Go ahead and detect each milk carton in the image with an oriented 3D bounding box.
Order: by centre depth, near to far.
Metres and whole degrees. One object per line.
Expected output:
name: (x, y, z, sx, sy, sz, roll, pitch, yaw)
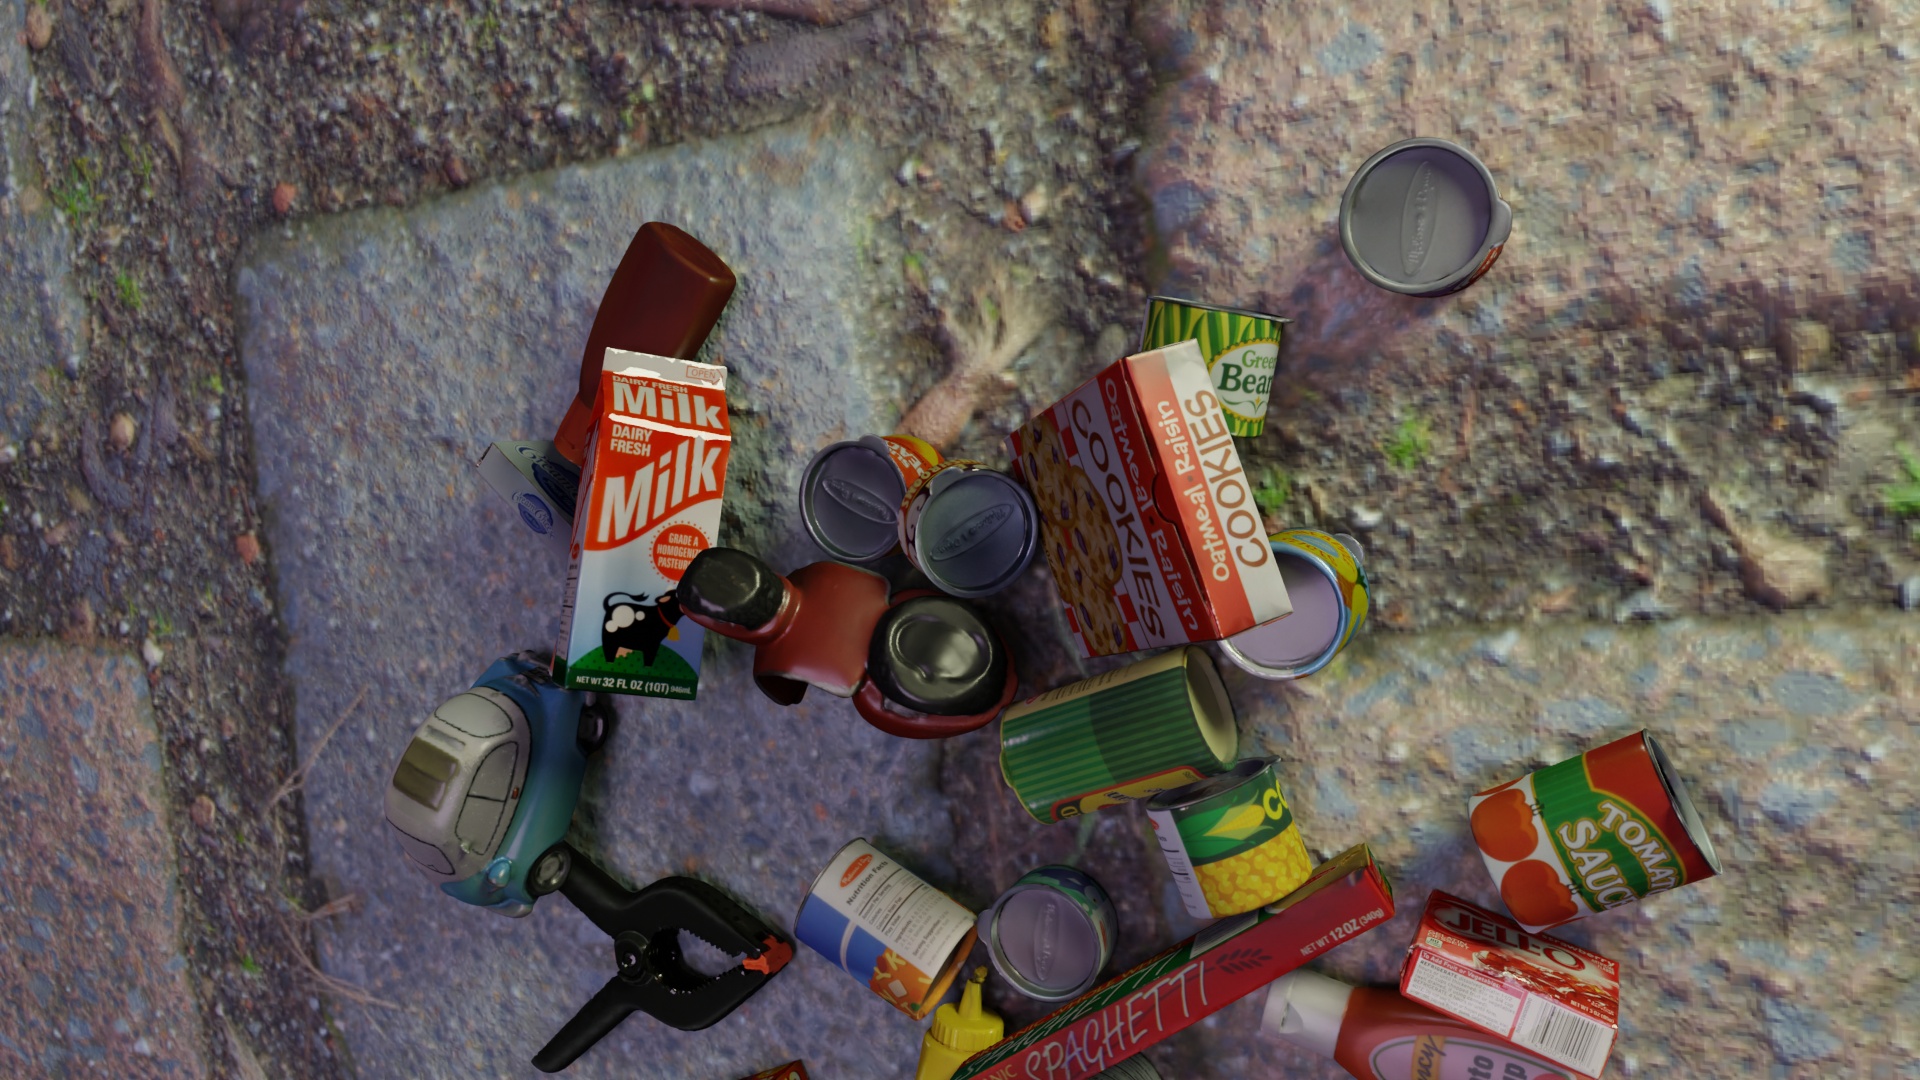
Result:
milk carton: (-0.177, -0.010, 0.778, 0.073, 0.072, 0.190, 173, 104, -68)

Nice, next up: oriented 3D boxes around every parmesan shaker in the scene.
parmesan shaker: (0.080, 0.099, 0.700, 0.103, 0.071, 0.071, -22, 87, 26)

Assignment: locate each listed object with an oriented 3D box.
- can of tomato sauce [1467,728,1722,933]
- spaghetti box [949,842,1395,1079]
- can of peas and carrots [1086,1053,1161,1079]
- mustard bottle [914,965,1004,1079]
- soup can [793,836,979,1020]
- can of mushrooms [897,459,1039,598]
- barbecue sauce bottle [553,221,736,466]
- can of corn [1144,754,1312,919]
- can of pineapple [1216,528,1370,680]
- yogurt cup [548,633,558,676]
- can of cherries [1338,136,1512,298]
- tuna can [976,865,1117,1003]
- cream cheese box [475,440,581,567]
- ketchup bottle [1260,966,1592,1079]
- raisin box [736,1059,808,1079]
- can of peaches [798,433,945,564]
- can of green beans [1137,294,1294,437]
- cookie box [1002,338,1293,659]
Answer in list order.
can of tomato sauce: (0.278, 0.130, 0.612, 0.083, 0.071, 0.071, -29, 84, 26)
spaghetti box: (0.100, 0.226, 0.692, 0.249, 0.050, 0.029, -33, 82, 13)
can of peas and carrots: (0.070, 0.311, 0.738, 0.071, 0.059, 0.071, 4, 99, 25)
mustard bottle: (-0.002, 0.311, 0.773, 0.049, 0.065, 0.160, 10, 94, 19)
soup can: (-0.040, 0.218, 0.776, 0.084, 0.071, 0.071, 30, 108, 18)
can of mushrooms: (0.003, -0.009, 0.704, 0.071, 0.033, 0.071, -5, 105, -19)
barbecue sauce bottle: (-0.192, -0.110, 0.817, 0.065, 0.044, 0.148, 41, 112, 15)
can of corn: (0.135, 0.145, 0.684, 0.071, 0.071, 0.058, -22, 88, 26)
can of pineapple: (0.158, 0.028, 0.662, 0.071, 0.058, 0.071, 3, 98, 25)
yogurt cup: (-0.210, 0.057, 0.836, 0.072, 0.072, 0.054, 7, 92, 24)
can of cherries: (0.209, -0.140, 0.617, 0.071, 0.058, 0.071, 3, 97, 25)
tuna can: (0.047, 0.211, 0.751, 0.071, 0.033, 0.071, 3, 98, 25)
cream cheese box: (-0.241, -0.020, 0.845, 0.104, 0.053, 0.024, 43, 110, 14)
ketchup bottle: (0.222, 0.246, 0.668, 0.149, 0.043, 0.064, 15, 103, 23)
raisin box: (-0.138, 0.380, 0.855, 0.123, 0.040, 0.086, -26, 84, 25)
can of peaches: (-0.043, -0.025, 0.749, 0.071, 0.058, 0.071, 3, 97, 25)
can of green beans: (0.117, -0.083, 0.662, 0.071, 0.071, 0.057, 14, 103, 23)
cookie box: (0.079, -0.011, 0.643, 0.040, 0.167, 0.123, -19, 88, -17)
